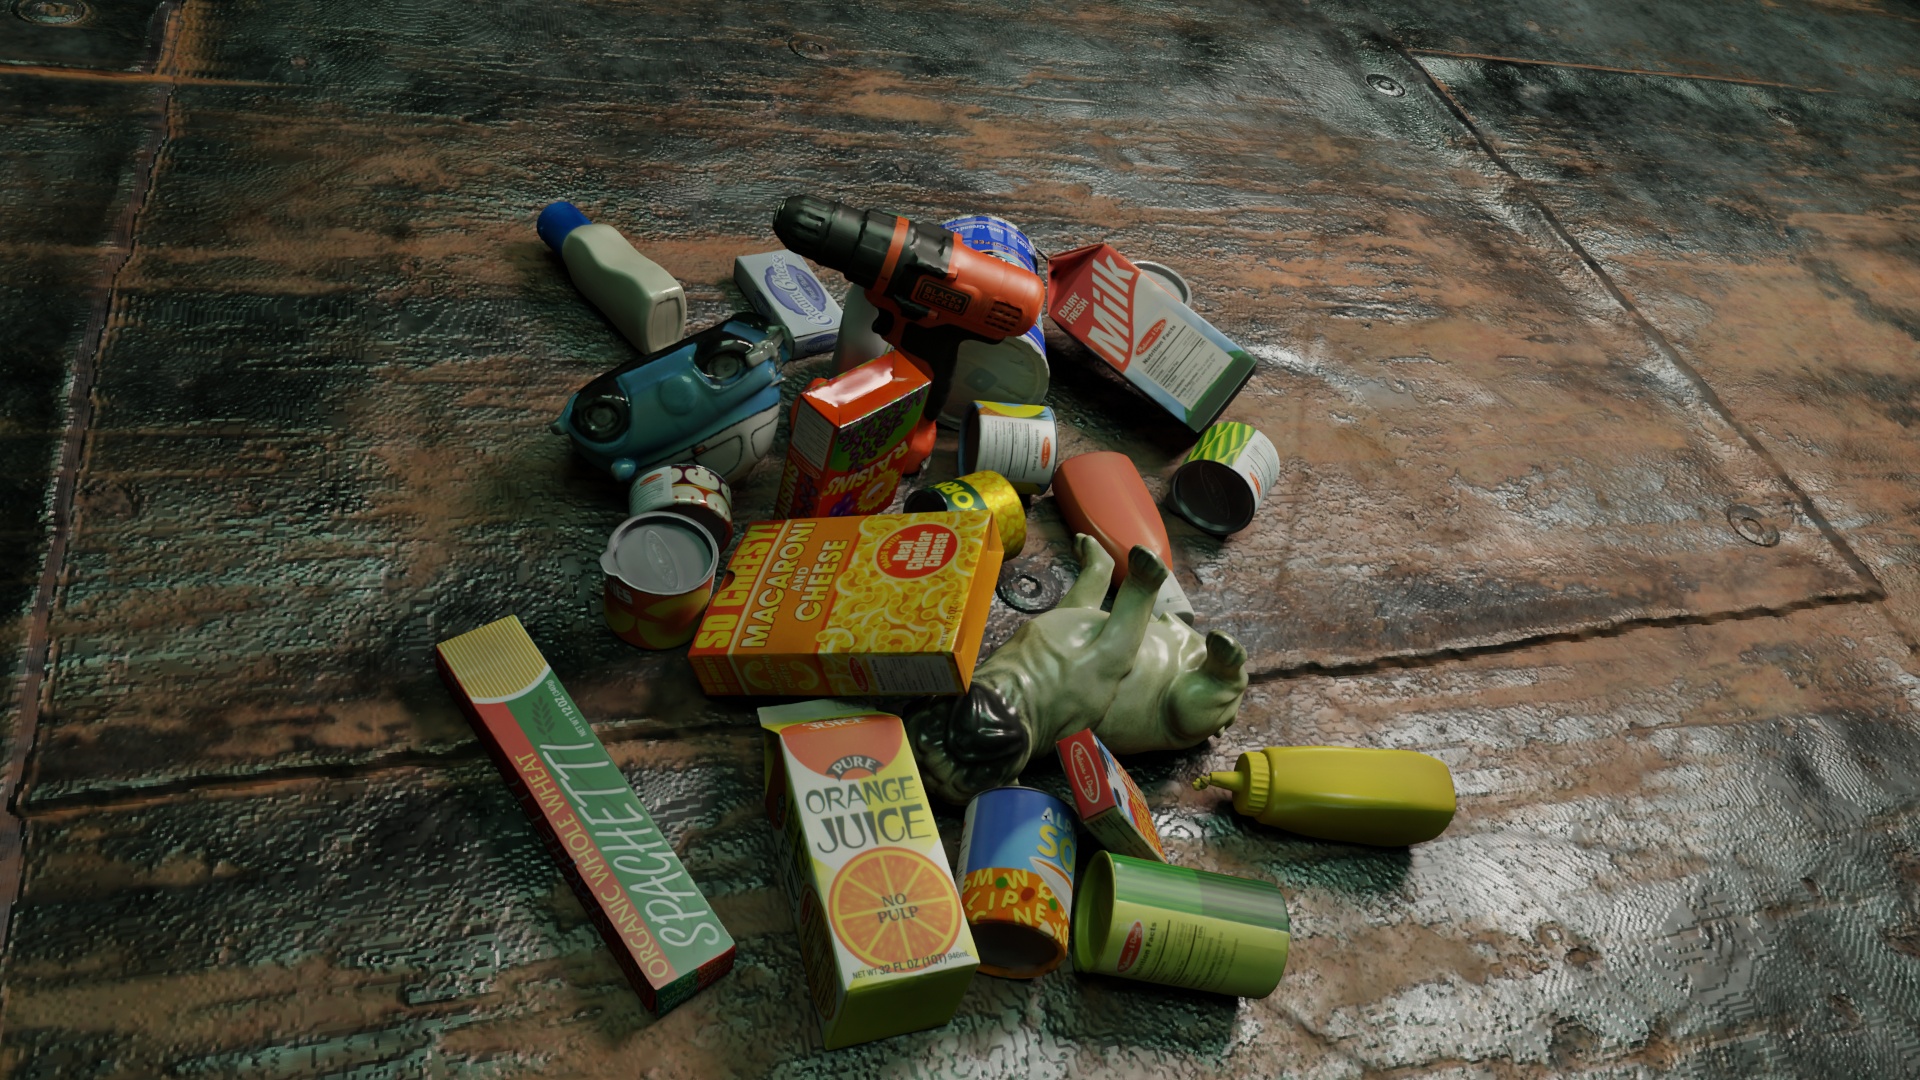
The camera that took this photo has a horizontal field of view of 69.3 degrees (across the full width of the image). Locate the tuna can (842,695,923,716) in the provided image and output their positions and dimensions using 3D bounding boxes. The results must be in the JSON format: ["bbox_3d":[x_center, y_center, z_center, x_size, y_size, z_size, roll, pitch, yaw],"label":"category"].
[{"bbox_3d":[-0.047,0.078,0.870,0.071,0.032,0.071,9,47,-10],"label":"tuna can"}]

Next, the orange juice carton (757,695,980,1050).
[{"bbox_3d":[-0.058,0.166,0.758,0.072,0.072,0.193,-5,50,-21],"label":"orange juice carton"}]

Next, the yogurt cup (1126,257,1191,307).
[{"bbox_3d":[0.154,-0.194,1.170,0.072,0.053,0.073,9,47,-10],"label":"yogurt cup"}]

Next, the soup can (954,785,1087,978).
[{"bbox_3d":[0.033,0.189,0.769,0.071,0.071,0.084,15,47,-5],"label":"soup can"}]

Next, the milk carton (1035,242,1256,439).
[{"bbox_3d":[0.136,-0.168,1.093,0.191,0.073,0.072,40,7,8],"label":"milk carton"}]

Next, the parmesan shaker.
[{"bbox_3d":[0.122,0.217,0.776,0.103,0.071,0.072,13,46,-10],"label":"parmesan shaker"}]

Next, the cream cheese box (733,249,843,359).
[{"bbox_3d":[-0.132,-0.188,1.093,0.053,0.024,0.104,-17,56,-30],"label":"cream cheese box"}]

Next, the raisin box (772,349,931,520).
[{"bbox_3d":[-0.075,-0.058,0.923,0.040,0.122,0.086,41,49,19],"label":"raisin box"}]

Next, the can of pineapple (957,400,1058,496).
[{"bbox_3d":[0.033,-0.067,1.008,0.058,0.070,0.071,4,48,-15],"label":"can of pineapple"}]

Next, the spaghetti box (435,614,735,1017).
[{"bbox_3d":[-0.209,0.143,0.761,0.050,0.028,0.251,-24,59,-33],"label":"spaghetti box"}]

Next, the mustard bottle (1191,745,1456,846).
[{"bbox_3d":[0.223,0.155,0.866,0.160,0.065,0.049,7,51,-6],"label":"mustard bottle"}]

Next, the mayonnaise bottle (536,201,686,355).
[{"bbox_3d":[-0.263,-0.202,1.039,0.041,0.064,0.148,-28,58,-35],"label":"mayonnaise bottle"}]

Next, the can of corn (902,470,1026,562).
[{"bbox_3d":[0.003,-0.012,0.942,0.058,0.070,0.071,-19,57,-32],"label":"can of corn"}]

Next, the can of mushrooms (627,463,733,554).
[{"bbox_3d":[-0.177,-0.015,0.891,0.071,0.070,0.033,2,48,-16],"label":"can of mushrooms"}]

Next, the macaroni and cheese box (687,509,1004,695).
[{"bbox_3d":[-0.067,0.037,0.846,0.166,0.040,0.124,-2,41,17],"label":"macaroni and cheese box"}]

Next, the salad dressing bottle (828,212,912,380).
[{"bbox_3d":[-0.063,-0.169,1.012,0.044,0.146,0.064,15,46,-4],"label":"salad dressing bottle"}]

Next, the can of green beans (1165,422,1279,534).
[{"bbox_3d":[0.199,-0.047,1.041,0.071,0.070,0.058,31,46,11],"label":"can of green beans"}]

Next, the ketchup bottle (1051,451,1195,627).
[{"bbox_3d":[0.119,0.003,0.985,0.065,0.043,0.149,-6,51,-23],"label":"ketchup bottle"}]

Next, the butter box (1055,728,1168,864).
[{"bbox_3d":[0.088,0.154,0.803,0.024,0.103,0.053,-26,52,10],"label":"butter box"}]

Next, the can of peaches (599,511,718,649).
[{"bbox_3d":[-0.188,0.026,0.855,0.071,0.057,0.071,9,47,-10],"label":"can of peaches"}]
